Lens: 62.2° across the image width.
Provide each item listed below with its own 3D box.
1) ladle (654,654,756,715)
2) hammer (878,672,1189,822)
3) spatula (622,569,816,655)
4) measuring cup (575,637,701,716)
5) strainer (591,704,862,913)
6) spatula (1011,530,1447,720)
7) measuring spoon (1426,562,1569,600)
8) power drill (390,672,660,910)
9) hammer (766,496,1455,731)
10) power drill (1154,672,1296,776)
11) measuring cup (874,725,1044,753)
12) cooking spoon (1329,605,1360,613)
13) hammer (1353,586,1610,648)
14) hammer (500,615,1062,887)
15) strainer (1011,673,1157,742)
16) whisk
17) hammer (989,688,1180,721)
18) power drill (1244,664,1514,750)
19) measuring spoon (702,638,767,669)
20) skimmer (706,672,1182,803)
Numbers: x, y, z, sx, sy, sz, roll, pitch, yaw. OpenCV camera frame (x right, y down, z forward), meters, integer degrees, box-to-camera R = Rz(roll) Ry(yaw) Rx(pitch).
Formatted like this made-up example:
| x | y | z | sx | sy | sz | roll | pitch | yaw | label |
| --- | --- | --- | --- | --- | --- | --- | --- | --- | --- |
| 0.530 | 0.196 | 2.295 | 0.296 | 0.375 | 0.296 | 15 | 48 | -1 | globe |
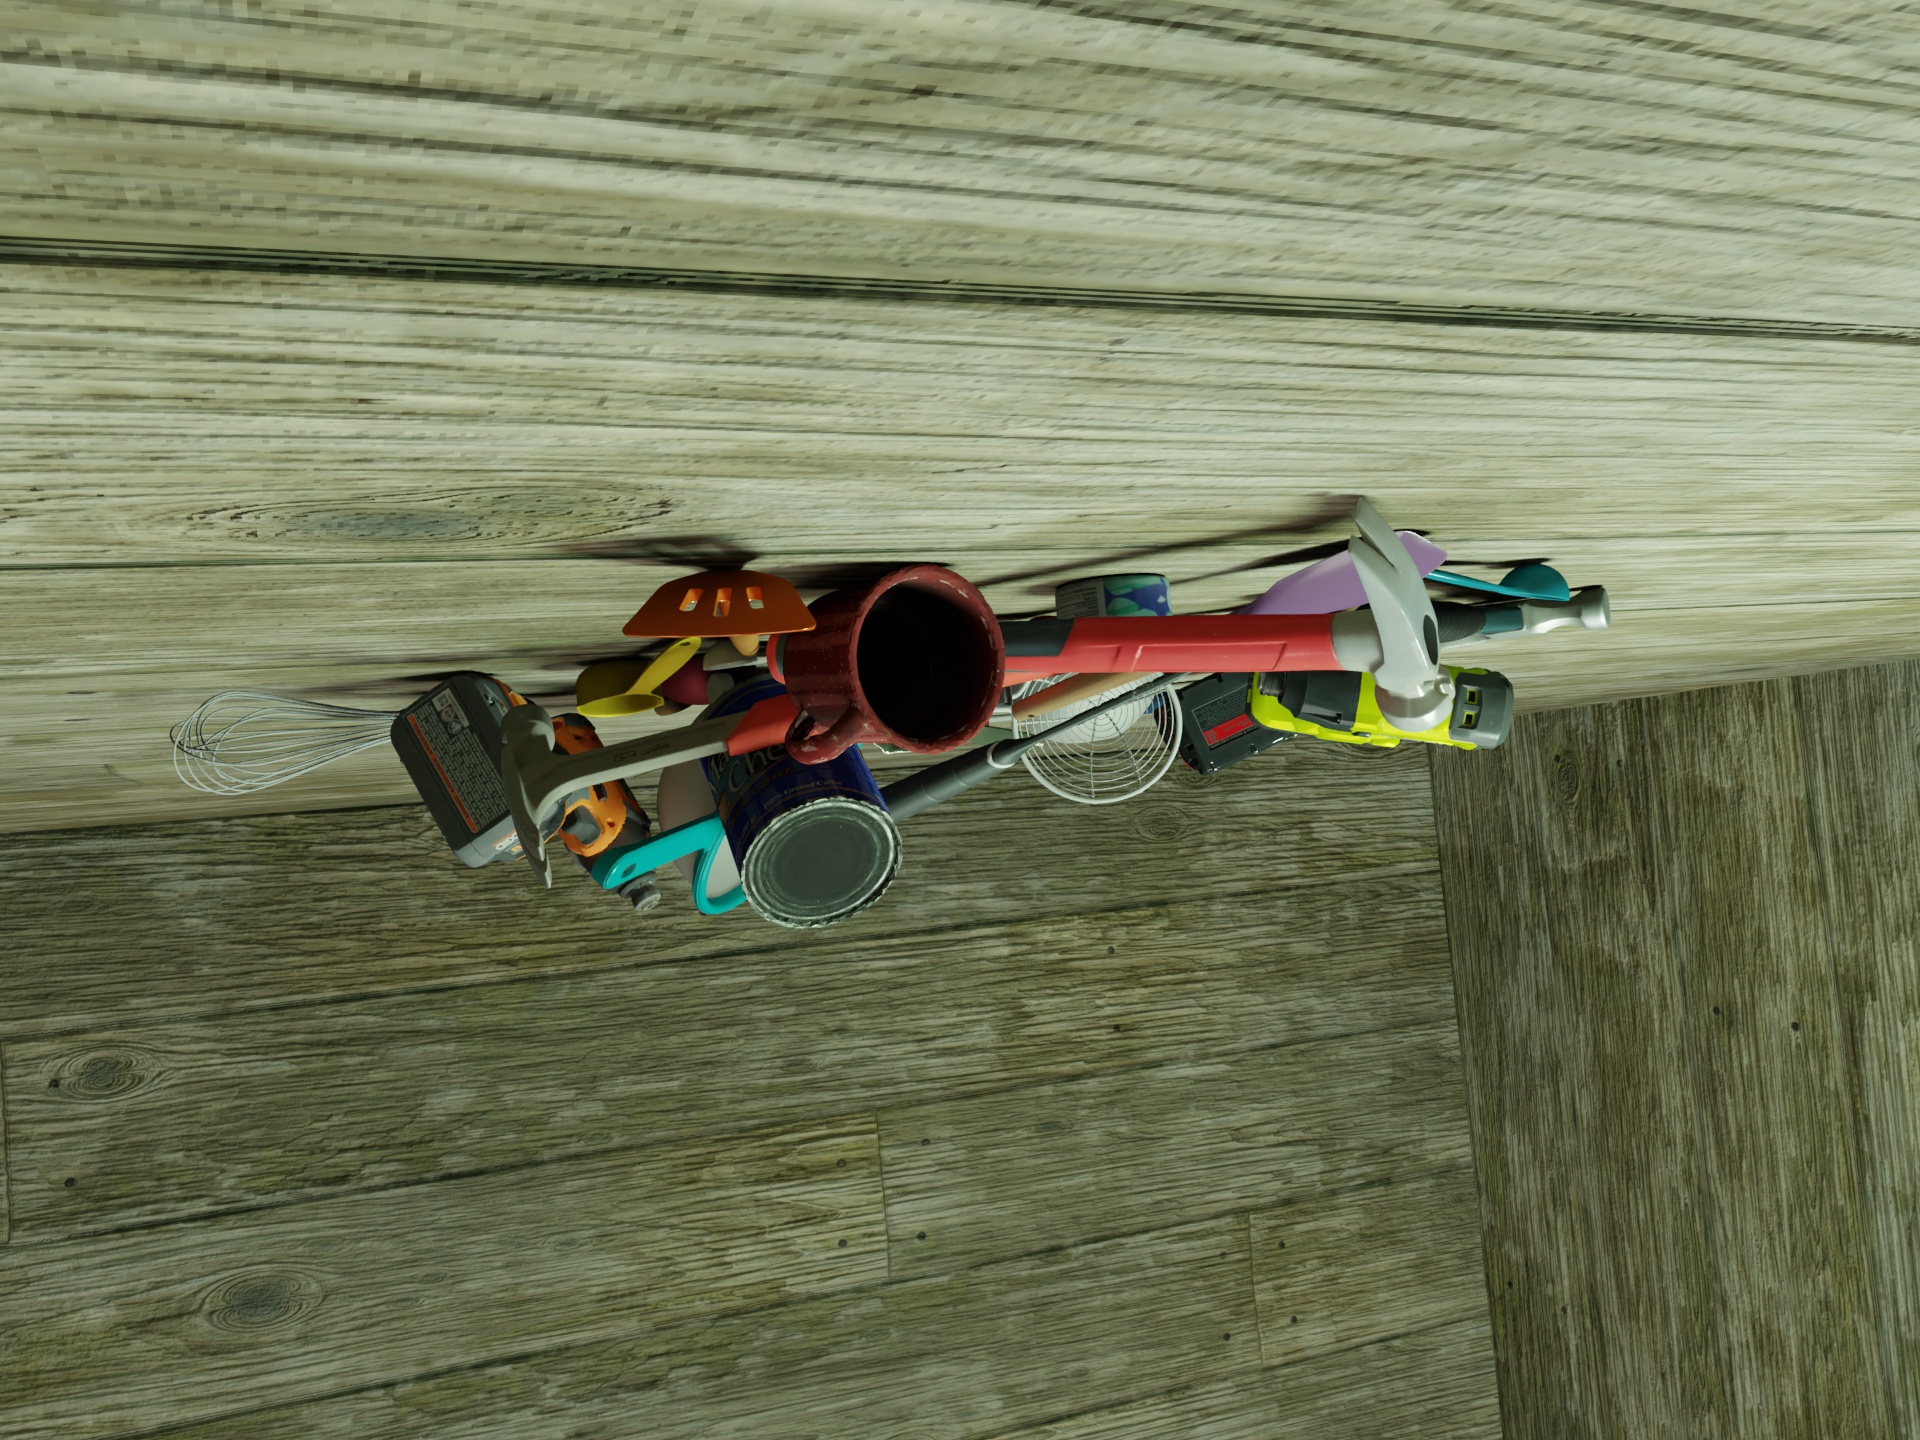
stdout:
| x | y | z | sx | sy | sz | roll | pitch | yaw | label |
| --- | --- | --- | --- | --- | --- | --- | --- | --- | --- |
| -0.210 | -0.019 | 1.209 | 0.069 | 0.031 | 0.315 | -7 | 179 | -18 | ladle |
| 0.046 | 0.014 | 1.094 | 0.409 | 0.036 | 0.149 | -24 | 178 | 5 | hammer |
| -0.115 | -0.046 | 0.815 | 0.081 | 0.041 | 0.322 | -2 | 177 | -5 | spatula |
| -0.203 | -0.037 | 1.022 | 0.062 | 0.029 | 0.156 | -3 | 164 | -34 | measuring cup |
| -0.193 | 0.050 | 1.180 | 0.095 | 0.211 | 0.340 | 35 | -159 | 14 | strainer |
| 0.142 | -0.047 | 0.931 | 0.059 | 0.018 | 0.316 | 20 | 152 | -37 | spatula |
| 0.314 | -0.090 | 0.955 | 0.128 | 0.021 | 0.042 | 7 | -176 | -27 | measuring spoon |
| -0.290 | 0.059 | 1.128 | 0.084 | 0.164 | 0.226 | -35 | 165 | 4 | power drill |
| 0.051 | -0.048 | 0.838 | 0.386 | 0.038 | 0.143 | 1 | 147 | 31 | hammer |
| 0.251 | -0.013 | 1.457 | 0.143 | 0.078 | 0.219 | -25 | 179 | 6 | power drill |
| -0.004 | -0.006 | 1.243 | 0.167 | 0.038 | 0.083 | 13 | 131 | -35 | measuring cup |
| 0.253 | -0.076 | 1.018 | 0.069 | 0.017 | 0.319 | -22 | 174 | 6 | cooking spoon |
| 0.328 | -0.065 | 1.041 | 0.128 | 0.033 | 0.331 | -7 | 180 | 32 | hammer |
| -0.094 | 0.001 | 0.962 | 0.359 | 0.036 | 0.149 | -14 | -144 | -13 | hammer |
| 0.078 | -0.016 | 1.306 | 0.151 | 0.069 | 0.256 | -7 | 177 | 32 | strainer |
| -0.408 | 0.004 | 1.107 | 0.070 | 0.070 | 0.284 | -8 | 180 | 36 | whisk |
| 0.154 | -0.015 | 1.687 | 0.405 | 0.035 | 0.144 | -6 | 176 | 8 | hammer |
| 0.293 | -0.021 | 1.193 | 0.171 | 0.080 | 0.223 | 8 | -178 | -1 | power drill |
| -0.121 | -0.047 | 1.028 | 0.034 | 0.018 | 0.124 | -12 | 180 | 32 | measuring spoon |
| -0.002 | -0.004 | 1.137 | 0.363 | 0.127 | 0.090 | 3 | -159 | -37 | skimmer |
